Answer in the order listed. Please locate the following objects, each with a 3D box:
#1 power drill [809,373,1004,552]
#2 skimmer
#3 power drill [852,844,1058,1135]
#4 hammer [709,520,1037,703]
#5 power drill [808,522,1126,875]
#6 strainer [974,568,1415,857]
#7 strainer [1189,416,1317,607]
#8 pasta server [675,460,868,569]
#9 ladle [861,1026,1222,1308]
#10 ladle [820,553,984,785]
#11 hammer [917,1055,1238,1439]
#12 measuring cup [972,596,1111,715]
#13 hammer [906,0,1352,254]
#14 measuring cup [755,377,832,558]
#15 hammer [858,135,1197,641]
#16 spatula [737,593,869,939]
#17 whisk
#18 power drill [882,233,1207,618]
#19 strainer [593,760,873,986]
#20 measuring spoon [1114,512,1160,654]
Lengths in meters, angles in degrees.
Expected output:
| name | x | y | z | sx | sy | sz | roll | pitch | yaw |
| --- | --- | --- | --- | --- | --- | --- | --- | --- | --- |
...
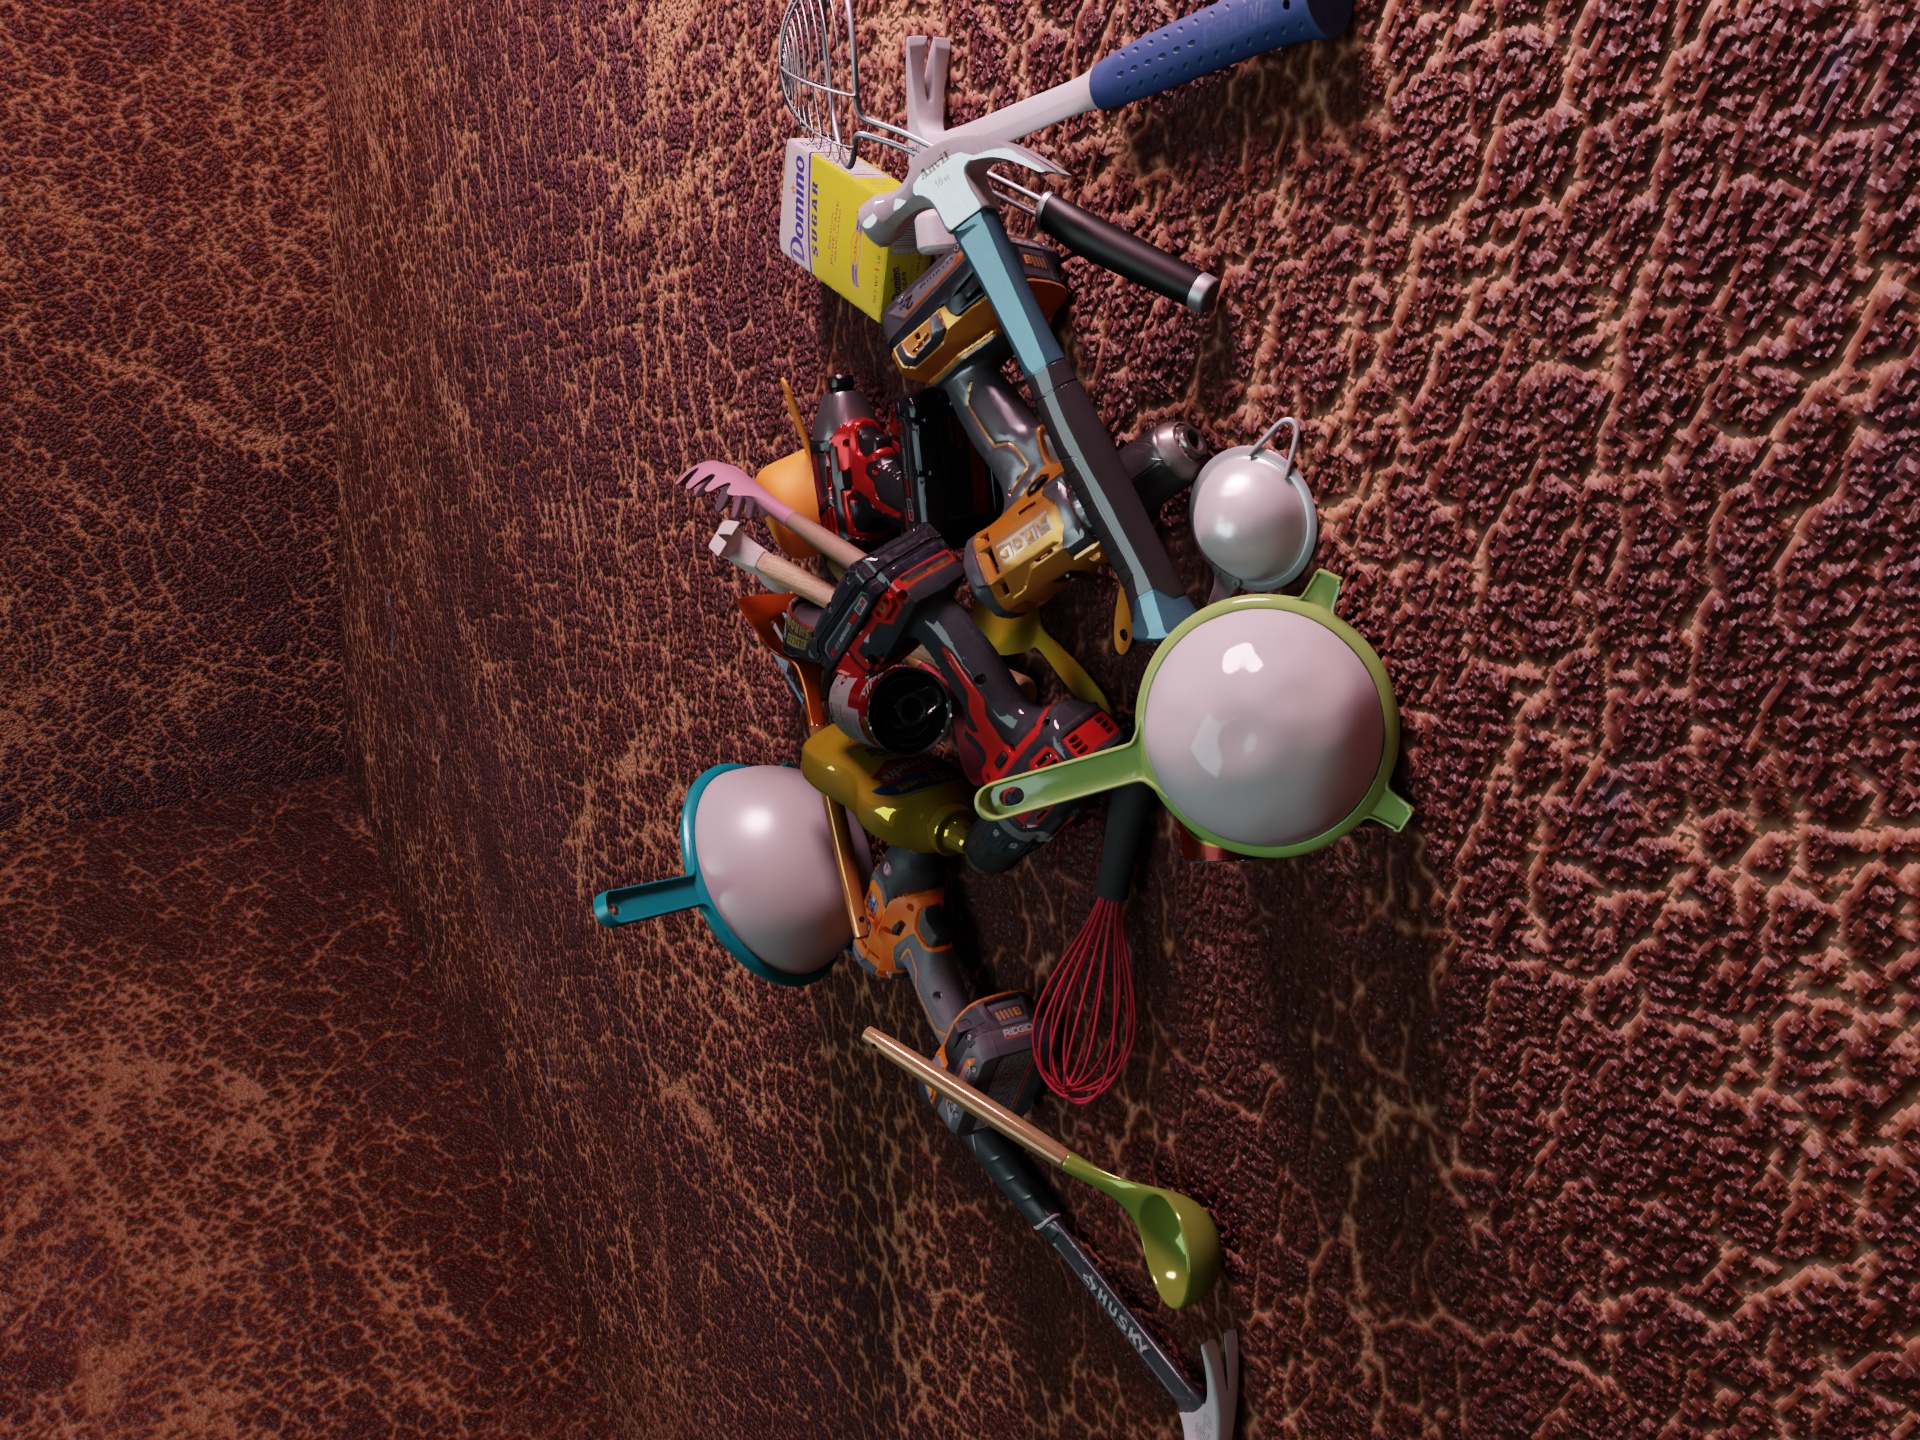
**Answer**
| name | x | y | z | sx | sy | sz | roll | pitch | yaw |
| --- | --- | --- | --- | --- | --- | --- | --- | --- | --- |
| power drill | -0.050 | -0.198 | 1.214 | 0.220 | 0.078 | 0.143 | 13 | 112 | 60 |
| skimmer | 0.021 | -0.360 | 0.999 | 0.363 | 0.090 | 0.127 | 34 | 148 | 19 |
| power drill | -0.011 | 0.199 | 1.285 | 0.227 | 0.084 | 0.164 | 56 | 143 | 38 |
| hammer | -0.075 | -0.083 | 1.245 | 0.331 | 0.130 | 0.031 | 28 | 89 | 34 |
| power drill | -0.002 | -0.004 | 1.116 | 0.227 | 0.080 | 0.187 | 48 | 142 | 9 |
| strainer | 0.115 | 0.021 | 0.897 | 0.256 | 0.069 | 0.151 | -17 | 91 | 23 |
| strainer | 0.154 | -0.062 | 0.963 | 0.087 | 0.050 | 0.258 | 36 | 135 | 29 |
| pasta server | -0.120 | -0.141 | 1.253 | 0.316 | 0.060 | 0.040 | 35 | 92 | 38 |
| ladle | 0.048 | 0.312 | 1.151 | 0.320 | 0.062 | 0.078 | 27 | 128 | 26 |
| ladle | -0.043 | -0.056 | 1.297 | 0.316 | 0.031 | 0.069 | 50 | 137 | 41 |
| hammer | 0.079 | 0.405 | 1.253 | 0.409 | 0.036 | 0.149 | 43 | 134 | 44 |
| measuring cup | 0.055 | -0.046 | 1.134 | 0.157 | 0.029 | 0.062 | 51 | 140 | 40 |
| hammer | 0.077 | -0.390 | 0.972 | 0.406 | 0.035 | 0.144 | 9 | 108 | 57 |
| measuring cup | -0.146 | -0.208 | 1.327 | 0.095 | 0.052 | 0.173 | 55 | 167 | 39 |
| hammer | 0.056 | -0.195 | 0.947 | 0.128 | 0.033 | 0.331 | -28 | 86 | 34 |
| spatula | -0.121 | 0.031 | 1.367 | 0.041 | 0.081 | 0.323 | -38 | 62 | 57 |
| whisk | 0.102 | 0.138 | 1.103 | 0.073 | 0.073 | 0.295 | 34 | 122 | 49 |
| power drill | 0.053 | -0.203 | 1.022 | 0.185 | 0.084 | 0.226 | -31 | 73 | 41 |
| strainer | -0.169 | 0.122 | 1.338 | 0.095 | 0.340 | 0.211 | -27 | 81 | 25 |
| measuring spoon | 0.116 | -0.093 | 1.042 | 0.021 | 0.011 | 0.116 | 44 | 139 | 41 |
